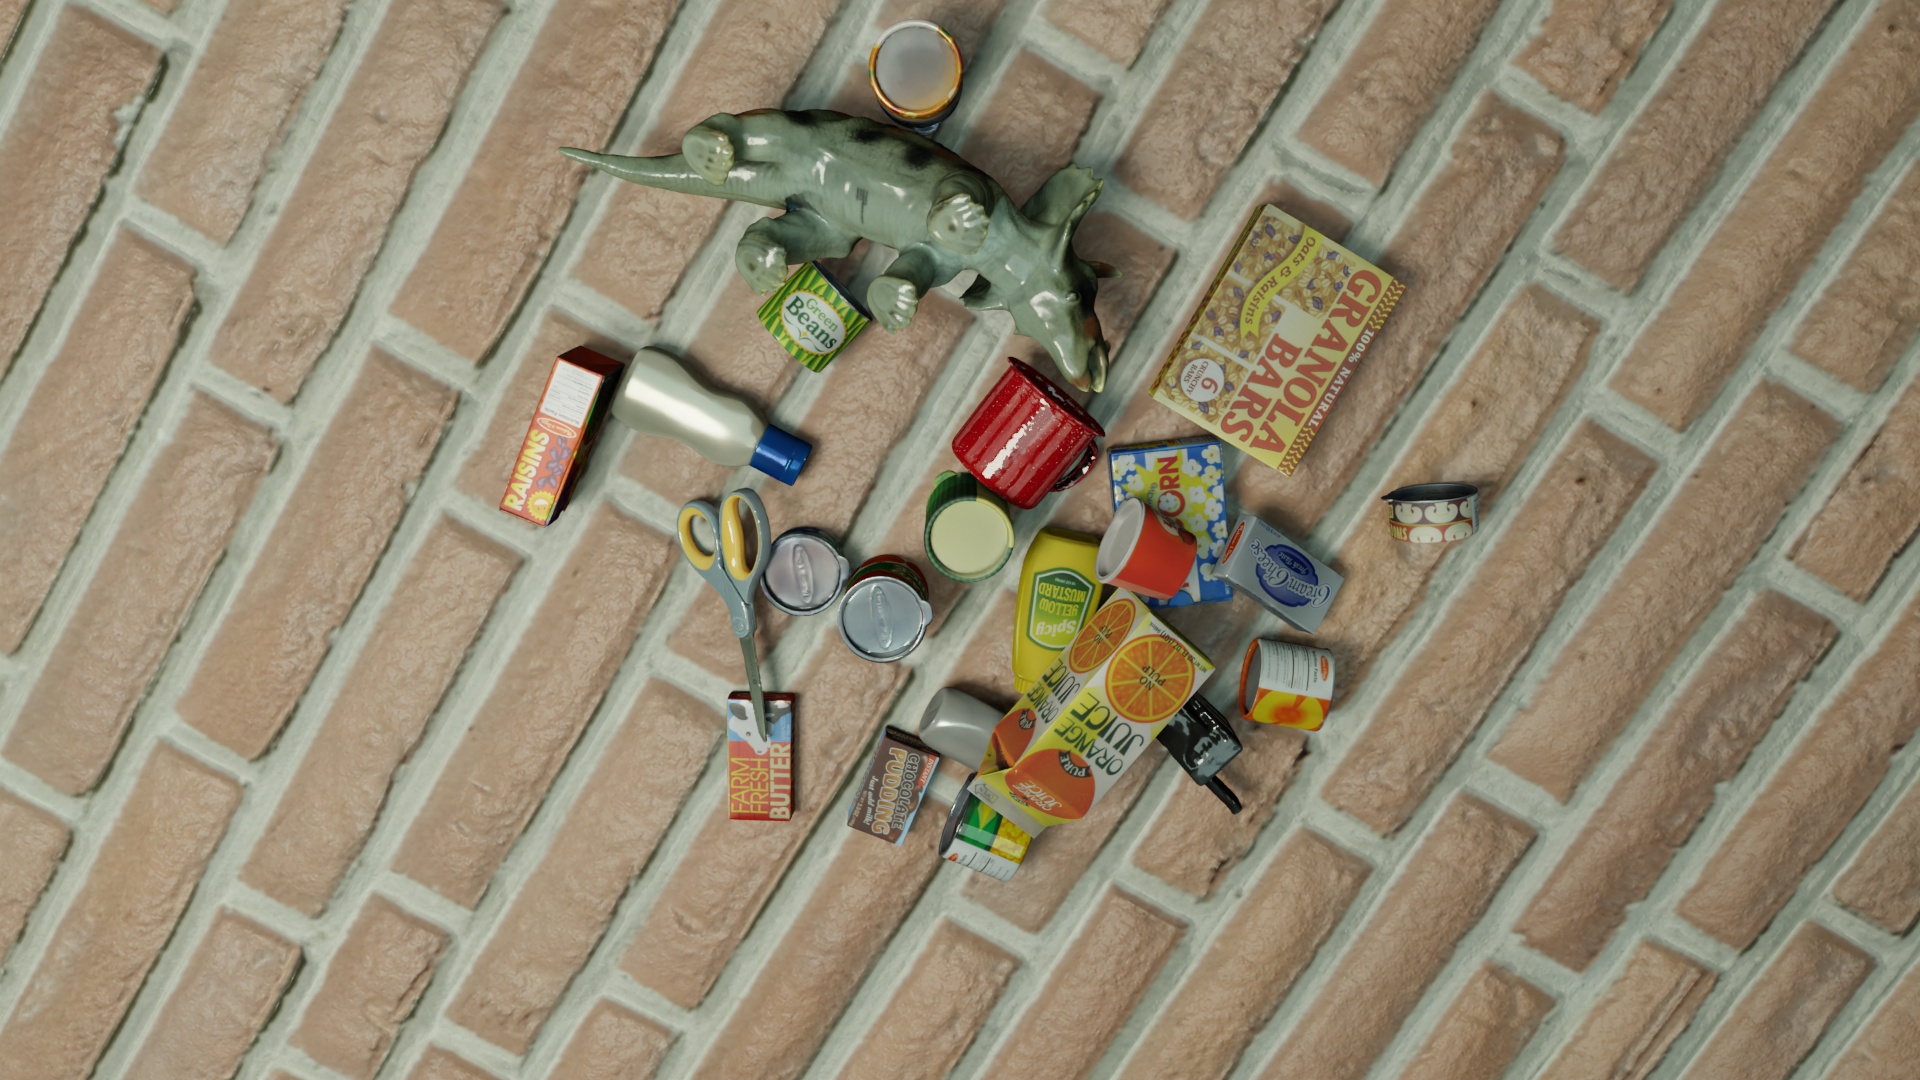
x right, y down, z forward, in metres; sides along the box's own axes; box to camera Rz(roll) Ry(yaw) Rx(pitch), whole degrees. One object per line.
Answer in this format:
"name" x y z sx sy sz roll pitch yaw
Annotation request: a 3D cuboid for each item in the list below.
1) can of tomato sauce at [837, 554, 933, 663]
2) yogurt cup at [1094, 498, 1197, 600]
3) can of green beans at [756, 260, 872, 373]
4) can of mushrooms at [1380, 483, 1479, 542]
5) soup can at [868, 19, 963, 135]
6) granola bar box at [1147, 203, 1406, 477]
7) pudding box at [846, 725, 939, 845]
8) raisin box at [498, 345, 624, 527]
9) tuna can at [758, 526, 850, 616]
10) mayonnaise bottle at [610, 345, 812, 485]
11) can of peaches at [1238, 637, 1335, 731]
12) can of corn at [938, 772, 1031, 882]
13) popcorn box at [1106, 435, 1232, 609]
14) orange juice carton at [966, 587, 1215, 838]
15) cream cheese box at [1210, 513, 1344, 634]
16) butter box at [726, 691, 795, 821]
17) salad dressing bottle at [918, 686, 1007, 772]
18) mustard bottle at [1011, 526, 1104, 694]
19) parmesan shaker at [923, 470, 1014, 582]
"can of tomato sauce" -0.056 0.050 1.064 0.071 0.083 0.071 0 101 0
"yogurt cup" 0.139 0.010 1.028 0.054 0.072 0.072 24 100 -12
"can of green beans" -0.109 -0.167 1.031 0.058 0.071 0.071 -44 98 8
"can of mushrooms" 0.359 -0.021 1.061 0.071 0.071 0.033 -8 103 1
"soup can" -0.030 -0.329 0.991 0.071 0.084 0.071 0 102 0
"granola bar box" 0.237 -0.150 1.049 0.124 0.039 0.165 29 99 -5
"pudding box" -0.054 0.198 1.120 0.050 0.030 0.083 23 100 -5
"raisin box" -0.296 -0.079 1.037 0.040 0.086 0.123 23 100 -9
"tuna can" -0.120 0.023 1.084 0.071 0.033 0.071 0 101 0
"mayonnaise bottle" -0.187 -0.090 1.059 0.148 0.041 0.064 27 101 -6
"can of peaches" 0.254 0.114 1.088 0.058 0.071 0.071 10 101 -2
"can of corn" 0.023 0.229 1.109 0.058 0.071 0.071 24 100 -5
"popcorn box" 0.162 -0.014 1.076 0.085 0.038 0.126 -7 101 0
"orange juice carton" 0.093 0.134 1.041 0.071 0.073 0.192 40 93 -18
"cream cheese box" 0.244 0.027 1.069 0.104 0.024 0.053 31 84 -26
"butter box" -0.160 0.174 1.117 0.053 0.024 0.103 1 101 0
"salad dressing bottle" 0.040 0.169 1.103 0.147 0.044 0.064 30 142 -12
"mustard bottle" 0.071 0.072 1.086 0.065 0.049 0.159 10 101 0
"parmesan shaker" 0.004 -0.013 1.042 0.071 0.103 0.071 0 101 0
